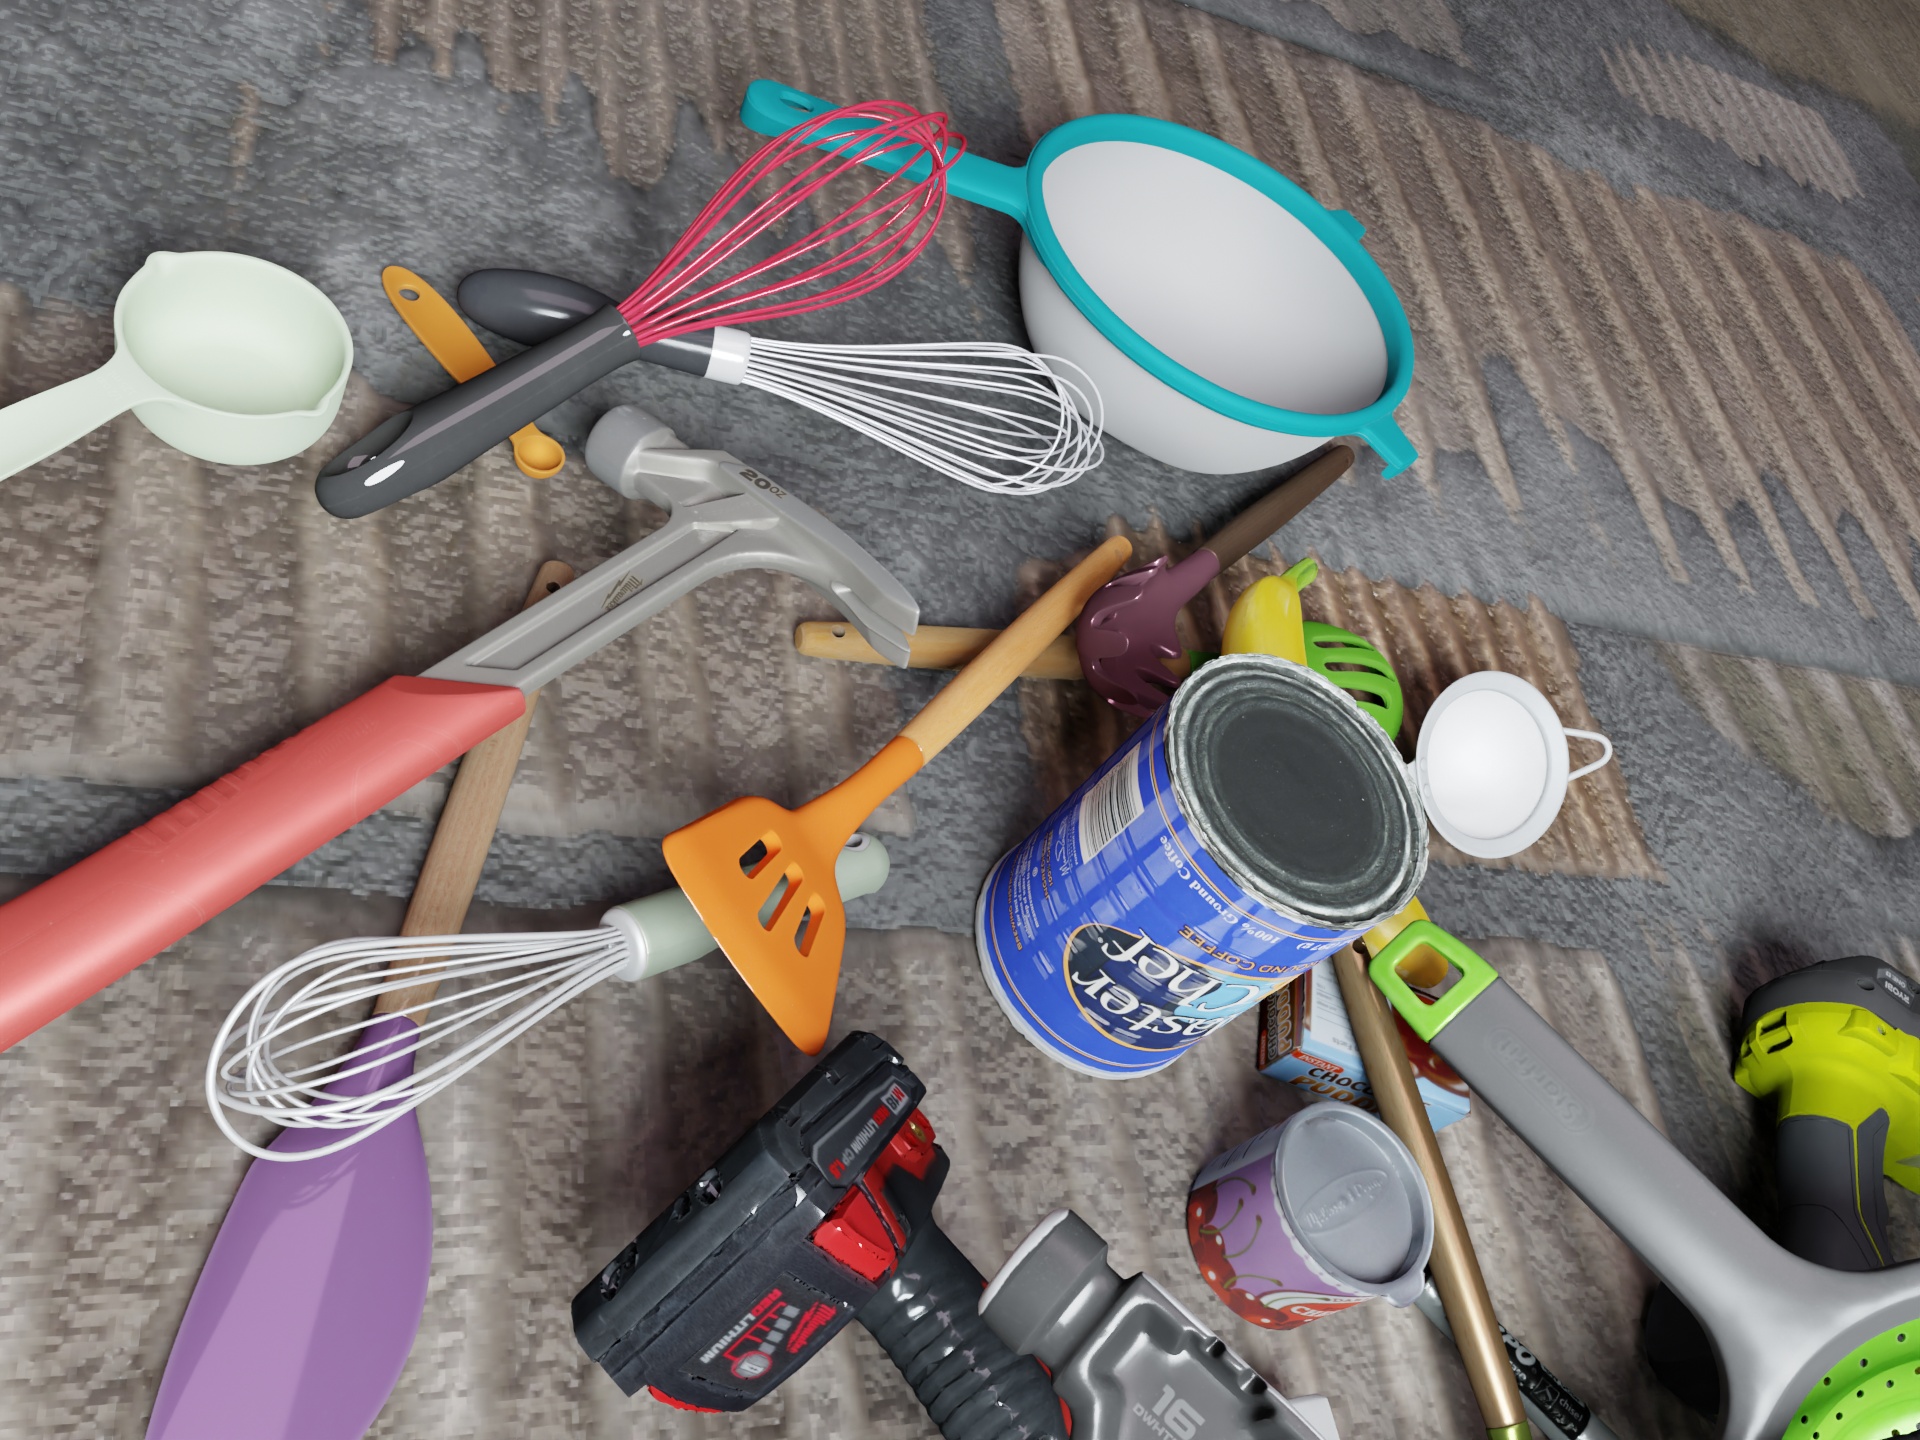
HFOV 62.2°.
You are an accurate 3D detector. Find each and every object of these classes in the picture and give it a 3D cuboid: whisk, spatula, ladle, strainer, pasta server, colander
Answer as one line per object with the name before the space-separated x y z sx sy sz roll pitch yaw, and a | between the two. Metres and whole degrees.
whisk | -0.113 0.074 0.499 0.246 0.058 0.059 -15 109 -46
spatula | -0.001 -0.002 0.590 0.081 0.041 0.323 57 42 -11
ladle | 0.191 0.218 0.558 0.078 0.062 0.320 -3 66 -28
strainer | 0.050 -0.208 0.764 0.340 0.095 0.211 15 50 -17
spatula | -0.166 0.072 0.497 0.059 0.018 0.316 23 51 -21
strainer | 0.183 0.028 0.713 0.258 0.050 0.087 -7 91 -27
whisk | -0.069 -0.150 0.682 0.284 0.070 0.070 10 55 -18
pasta server | 0.131 -0.081 0.737 0.316 0.040 0.060 -37 123 -49
colander | 0.296 0.227 0.555 0.204 0.094 0.397 -42 68 -2
whisk | -0.114 -0.159 0.612 0.296 0.073 0.073 -36 81 -19

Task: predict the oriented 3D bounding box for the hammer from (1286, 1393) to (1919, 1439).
hammer | 0.265 0.246 0.482 0.335 0.035 0.146 -17 63 6

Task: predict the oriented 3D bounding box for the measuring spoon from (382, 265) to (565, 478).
measuring spoon | -0.195 -0.137 0.630 0.021 0.011 0.117 -29 73 -39

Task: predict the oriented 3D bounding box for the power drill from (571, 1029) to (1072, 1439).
power drill | 0.006 0.205 0.418 0.227 0.080 0.188 46 12 5

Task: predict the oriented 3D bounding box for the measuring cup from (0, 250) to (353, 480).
measuring cup | -0.283 -0.101 0.536 0.083 0.038 0.168 43 50 2

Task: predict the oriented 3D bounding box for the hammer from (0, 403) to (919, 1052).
hammer | -0.178 0.016 0.488 0.149 0.036 0.359 36 52 19

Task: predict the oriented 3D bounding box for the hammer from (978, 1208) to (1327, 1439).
hammer | -0.044 0.260 0.298 0.127 0.034 0.337 40 70 18

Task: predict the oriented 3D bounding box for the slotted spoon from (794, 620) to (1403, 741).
slotted spoon | 0.076 -0.024 0.697 0.313 0.031 0.070 3 59 -26

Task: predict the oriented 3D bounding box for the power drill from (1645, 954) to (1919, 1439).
power drill | 0.398 0.234 0.675 0.190 0.080 0.229 36 51 -2
